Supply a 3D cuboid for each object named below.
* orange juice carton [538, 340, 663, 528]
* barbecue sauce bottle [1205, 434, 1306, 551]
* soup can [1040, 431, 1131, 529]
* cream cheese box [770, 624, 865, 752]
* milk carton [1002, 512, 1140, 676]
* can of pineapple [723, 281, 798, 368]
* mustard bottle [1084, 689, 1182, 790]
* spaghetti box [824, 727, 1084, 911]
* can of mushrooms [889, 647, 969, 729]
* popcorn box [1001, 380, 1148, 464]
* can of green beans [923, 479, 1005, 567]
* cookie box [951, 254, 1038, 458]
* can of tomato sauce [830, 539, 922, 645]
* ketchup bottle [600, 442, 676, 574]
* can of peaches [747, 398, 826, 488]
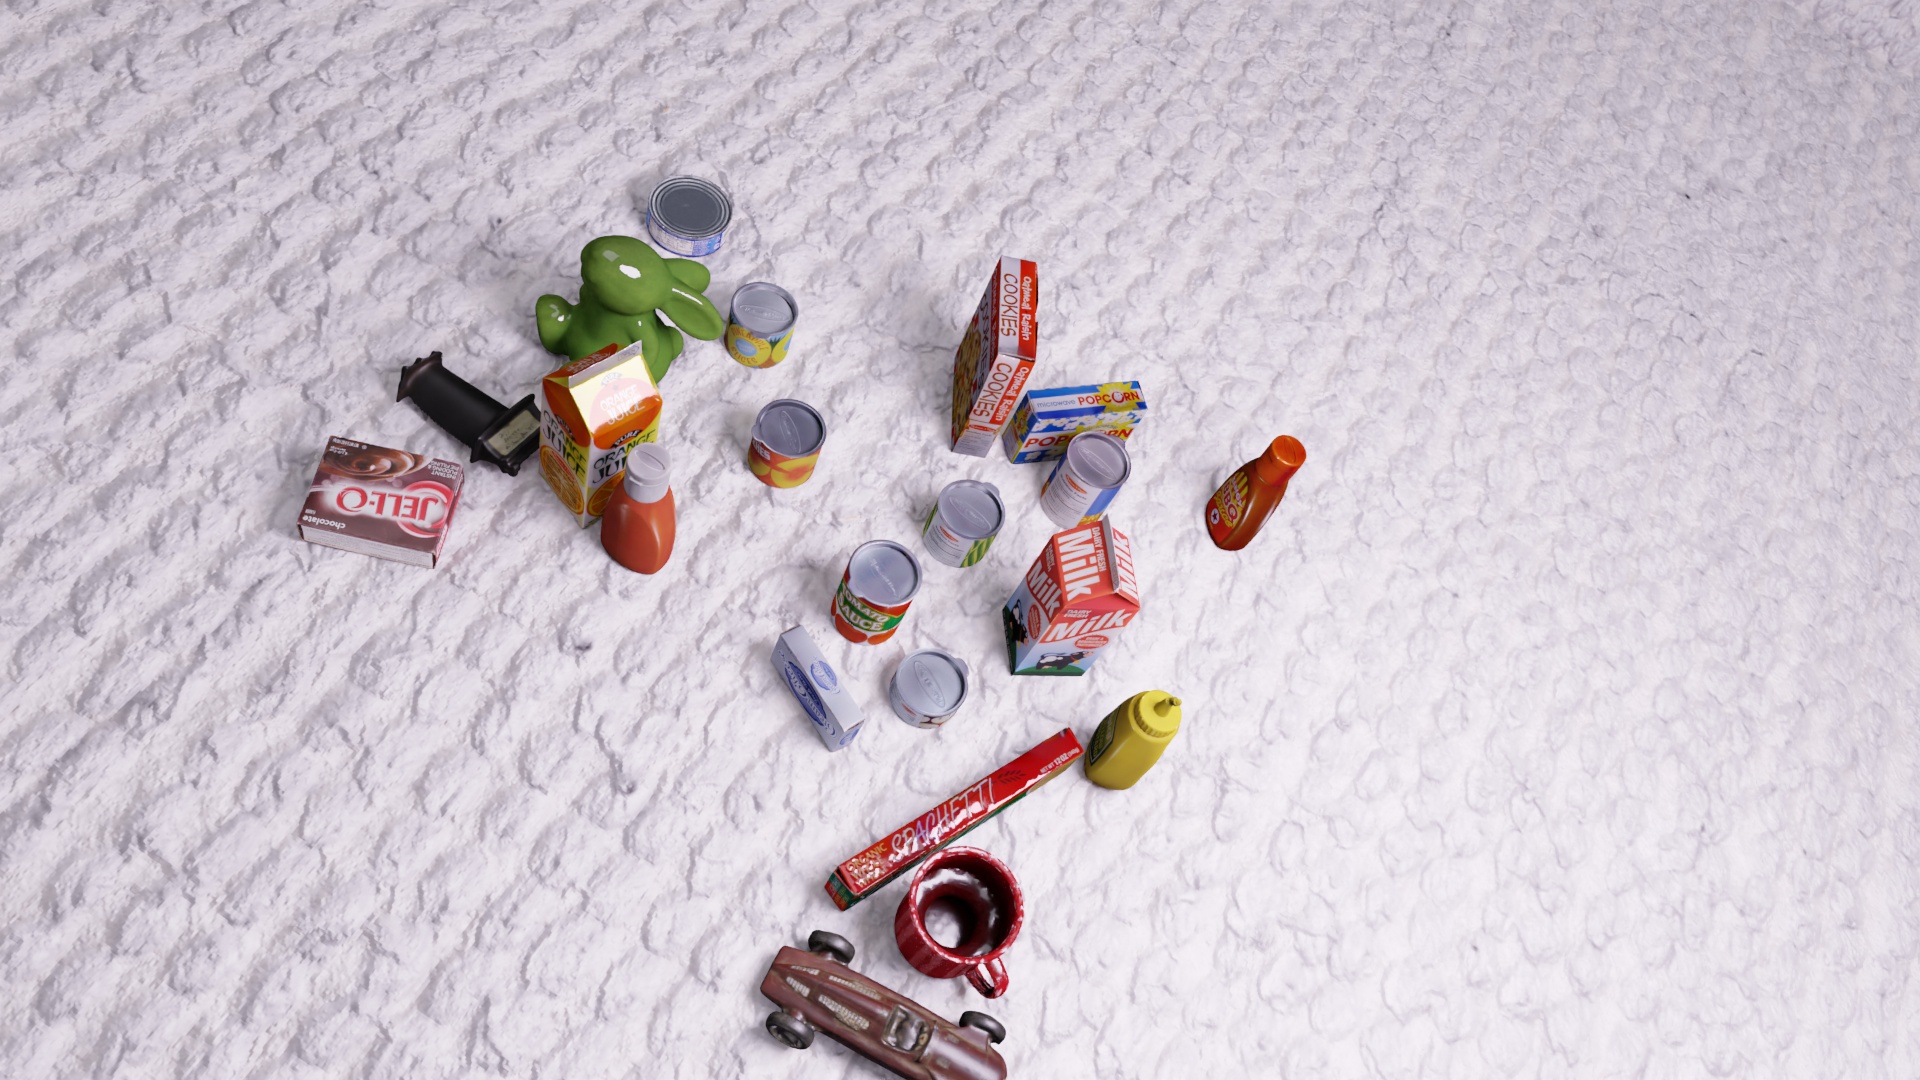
[{"bbox_3d":[-0.308,-0.098,1.183,0.072,0.191,0.073,-34,75,-31],"label":"orange juice carton"},{"bbox_3d":[0.293,-0.050,1.378,0.044,0.147,0.065,1,60,-18],"label":"barbecue sauce bottle"},{"bbox_3d":[0.124,-0.059,1.367,0.071,0.083,0.071,8,58,-13],"label":"soup can"},{"bbox_3d":[-0.123,0.127,1.192,0.024,0.053,0.104,-27,71,-29],"label":"cream cheese box"},{"bbox_3d":[0.102,0.052,1.229,0.073,0.189,0.072,2,60,-17],"label":"milk carton"},{"bbox_3d":[-0.198,-0.210,1.368,0.071,0.057,0.071,8,58,-13],"label":"can of pineapple"},{"bbox_3d":[0.154,0.164,1.197,0.049,0.159,0.065,21,56,-6],"label":"mustard bottle"},{"bbox_3d":[-0.002,0.233,1.171,0.251,0.050,0.029,-27,71,-29],"label":"spaghetti box"},{"bbox_3d":[-0.027,0.131,1.234,0.071,0.033,0.071,8,58,-13],"label":"can of mushrooms"},{"bbox_3d":[0.114,-0.119,1.399,0.127,0.084,0.038,-8,63,-22],"label":"popcorn box"},{"bbox_3d":[0.003,-0.015,1.317,0.071,0.057,0.071,8,58,-13],"label":"can of green beans"},{"bbox_3d":[0.033,-0.177,1.358,0.040,0.166,0.123,10,58,-13],"label":"cookie box"},{"bbox_3d":[-0.077,0.049,1.237,0.071,0.082,0.071,8,58,-13],"label":"can of tomato sauce"},{"bbox_3d":[-0.270,-0.028,1.179,0.065,0.148,0.044,33,56,2],"label":"ketchup bottle"},{"bbox_3d":[-0.166,-0.090,1.306,0.071,0.057,0.071,8,58,-13],"label":"can of peaches"}]
